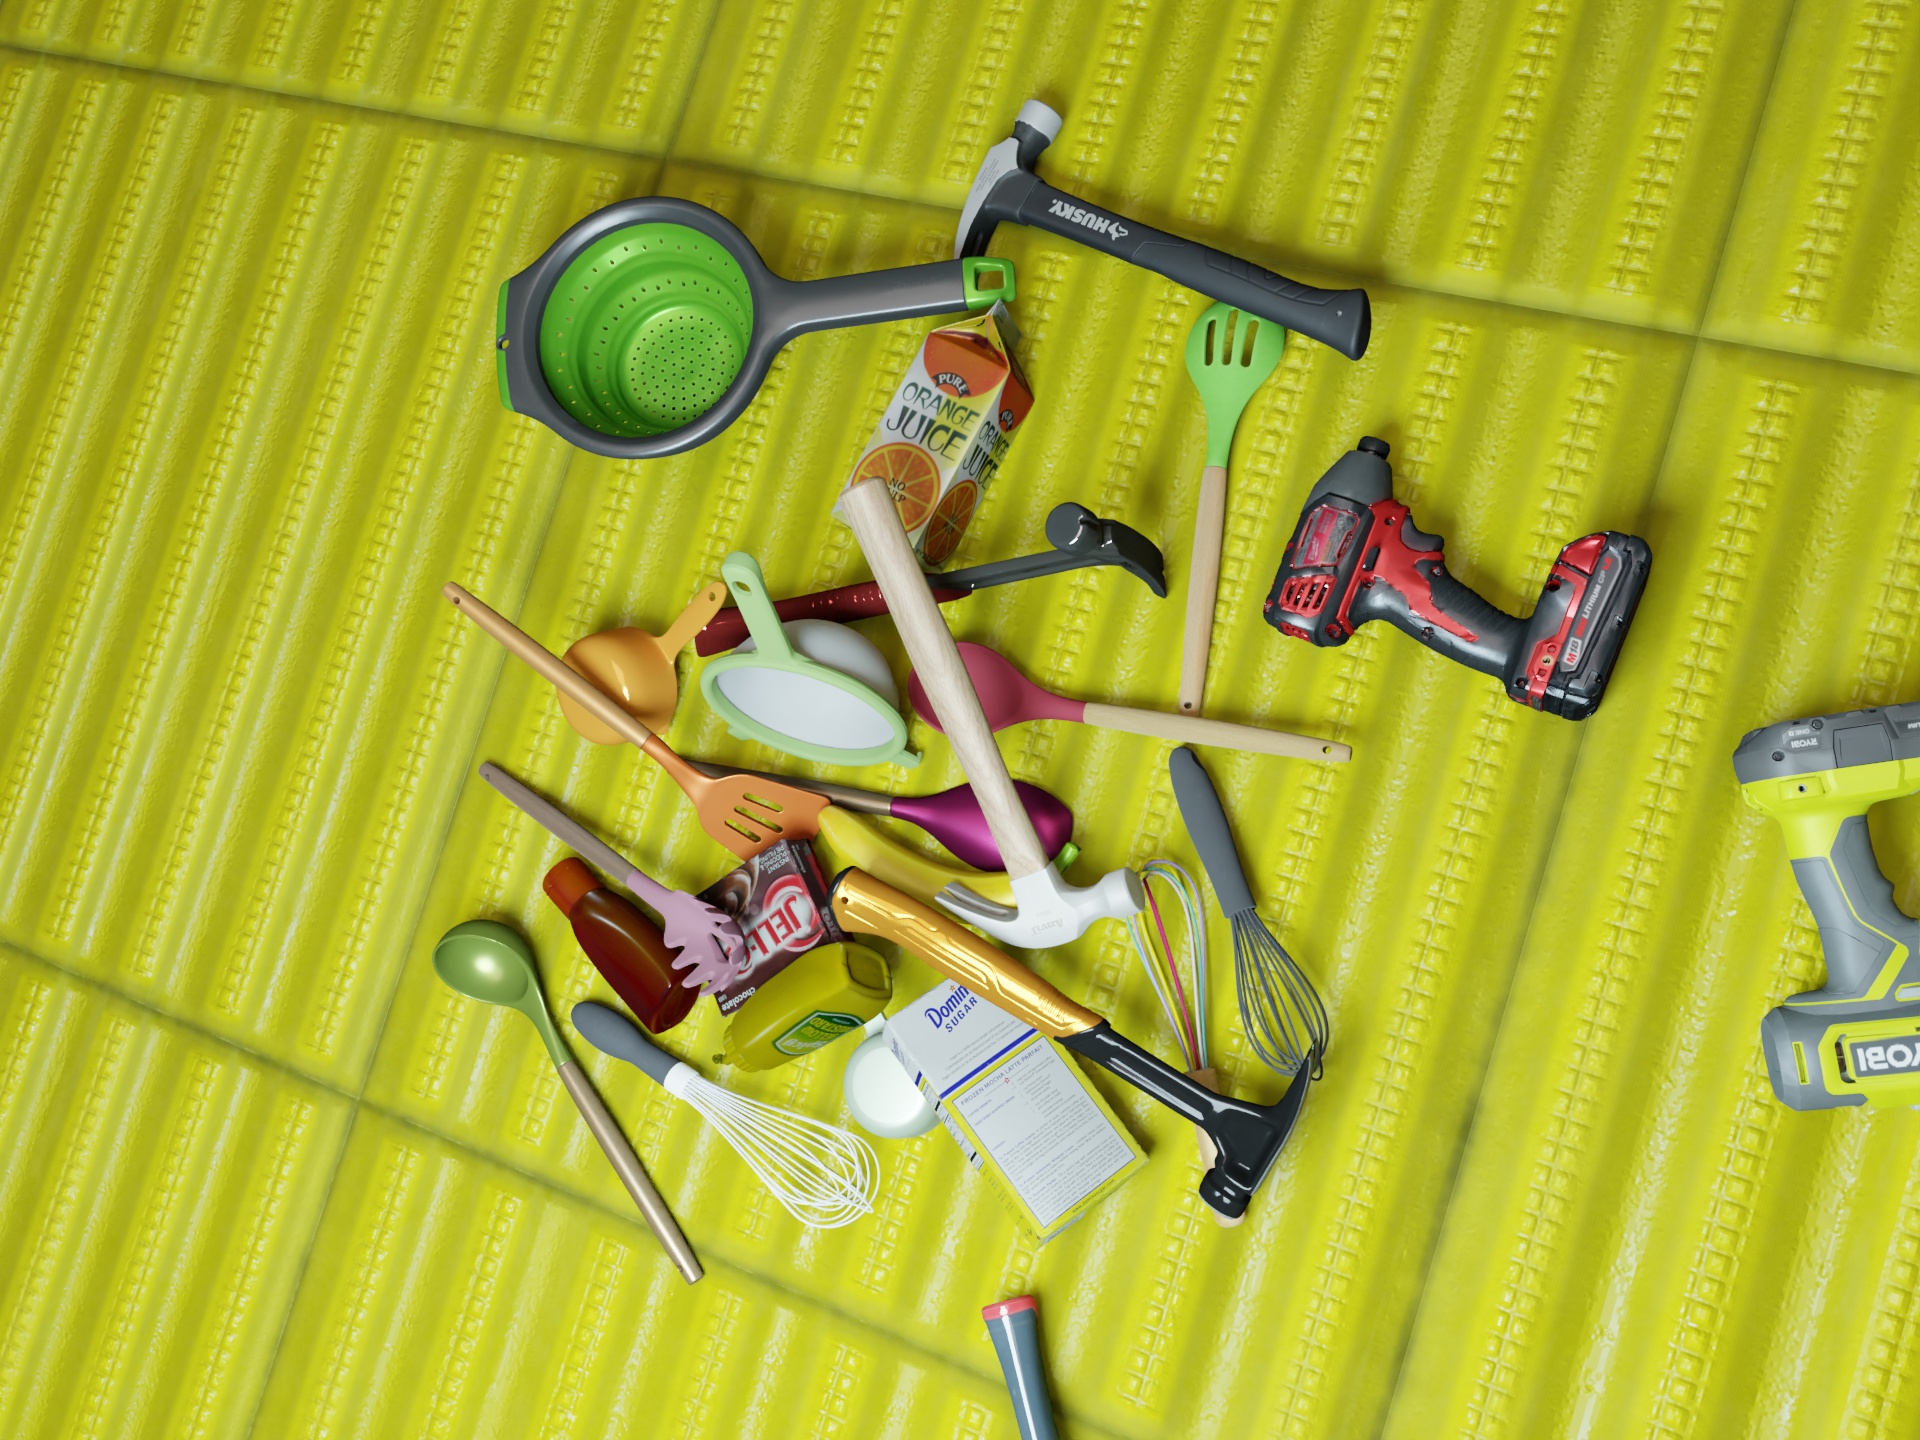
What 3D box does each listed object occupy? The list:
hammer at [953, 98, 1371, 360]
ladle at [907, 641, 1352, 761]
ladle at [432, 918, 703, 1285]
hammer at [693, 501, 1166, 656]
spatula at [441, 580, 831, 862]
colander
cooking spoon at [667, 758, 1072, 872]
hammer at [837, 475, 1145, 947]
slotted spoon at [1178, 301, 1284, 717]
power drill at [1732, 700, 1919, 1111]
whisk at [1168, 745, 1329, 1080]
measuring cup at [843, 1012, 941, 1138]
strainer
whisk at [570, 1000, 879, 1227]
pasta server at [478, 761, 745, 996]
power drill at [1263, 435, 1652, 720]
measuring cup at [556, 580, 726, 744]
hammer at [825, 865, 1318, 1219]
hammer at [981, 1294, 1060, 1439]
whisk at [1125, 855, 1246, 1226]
[{"bbox_3d":[0.140,-0.325,1.121,0.335,0.035,0.146,32,92,28],"label":"hammer"},{"bbox_3d":[0.111,-0.003,1.096,0.315,0.031,0.069,10,89,23],"label":"ladle"},{"bbox_3d":[-0.289,0.282,1.178,0.320,0.062,0.078,54,128,15],"label":"ladle"},{"bbox_3d":[-0.038,-0.089,1.140,0.359,0.149,0.037,-9,76,28],"label":"hammer"},{"bbox_3d":[-0.244,-0.001,1.158,0.322,0.041,0.081,37,110,2],"label":"spatula"},{"bbox_3d":[-0.149,-0.294,1.207,0.397,0.094,0.204,-5,80,10],"label":"colander"},{"bbox_3d":[-0.073,0.059,1.161,0.319,0.017,0.069,9,85,19],"label":"cooking spoon"},{"bbox_3d":[-0.002,-0.003,1.053,0.130,0.031,0.331,-24,92,25],"label":"hammer"},{"bbox_3d":[0.177,-0.151,1.110,0.070,0.031,0.314,5,85,22],"label":"slotted spoon"},{"bbox_3d":[0.557,0.106,0.920,0.190,0.080,0.228,-10,81,17],"label":"power drill"},{"bbox_3d":[0.188,0.125,1.055,0.055,0.055,0.239,-24,70,13],"label":"whisk"},{"bbox_3d":[-0.066,0.216,1.123,0.083,0.038,0.168,-32,74,11],"label":"measuring cup"},{"bbox_3d":[-0.111,-0.056,1.084,0.151,0.256,0.069,9,63,15],"label":"strainer"},{"bbox_3d":[-0.176,0.276,1.145,0.285,0.070,0.070,26,90,25],"label":"whisk"},{"bbox_3d":[-0.265,0.106,1.180,0.316,0.040,0.060,30,110,31],"label":"pasta server"},{"bbox_3d":[0.320,-0.095,1.030,0.220,0.078,0.143,21,88,23],"label":"power drill"},{"bbox_3d":[-0.237,-0.047,1.180,0.173,0.052,0.095,-41,78,34],"label":"measuring cup"},{"bbox_3d":[0.061,0.182,1.031,0.337,0.034,0.127,29,108,14],"label":"hammer"},{"bbox_3d":[0.074,0.558,0.981,0.038,0.143,0.387,-19,72,11],"label":"hammer"},{"bbox_3d":[0.150,0.210,1.053,0.051,0.047,0.245,-14,81,14],"label":"whisk"}]
